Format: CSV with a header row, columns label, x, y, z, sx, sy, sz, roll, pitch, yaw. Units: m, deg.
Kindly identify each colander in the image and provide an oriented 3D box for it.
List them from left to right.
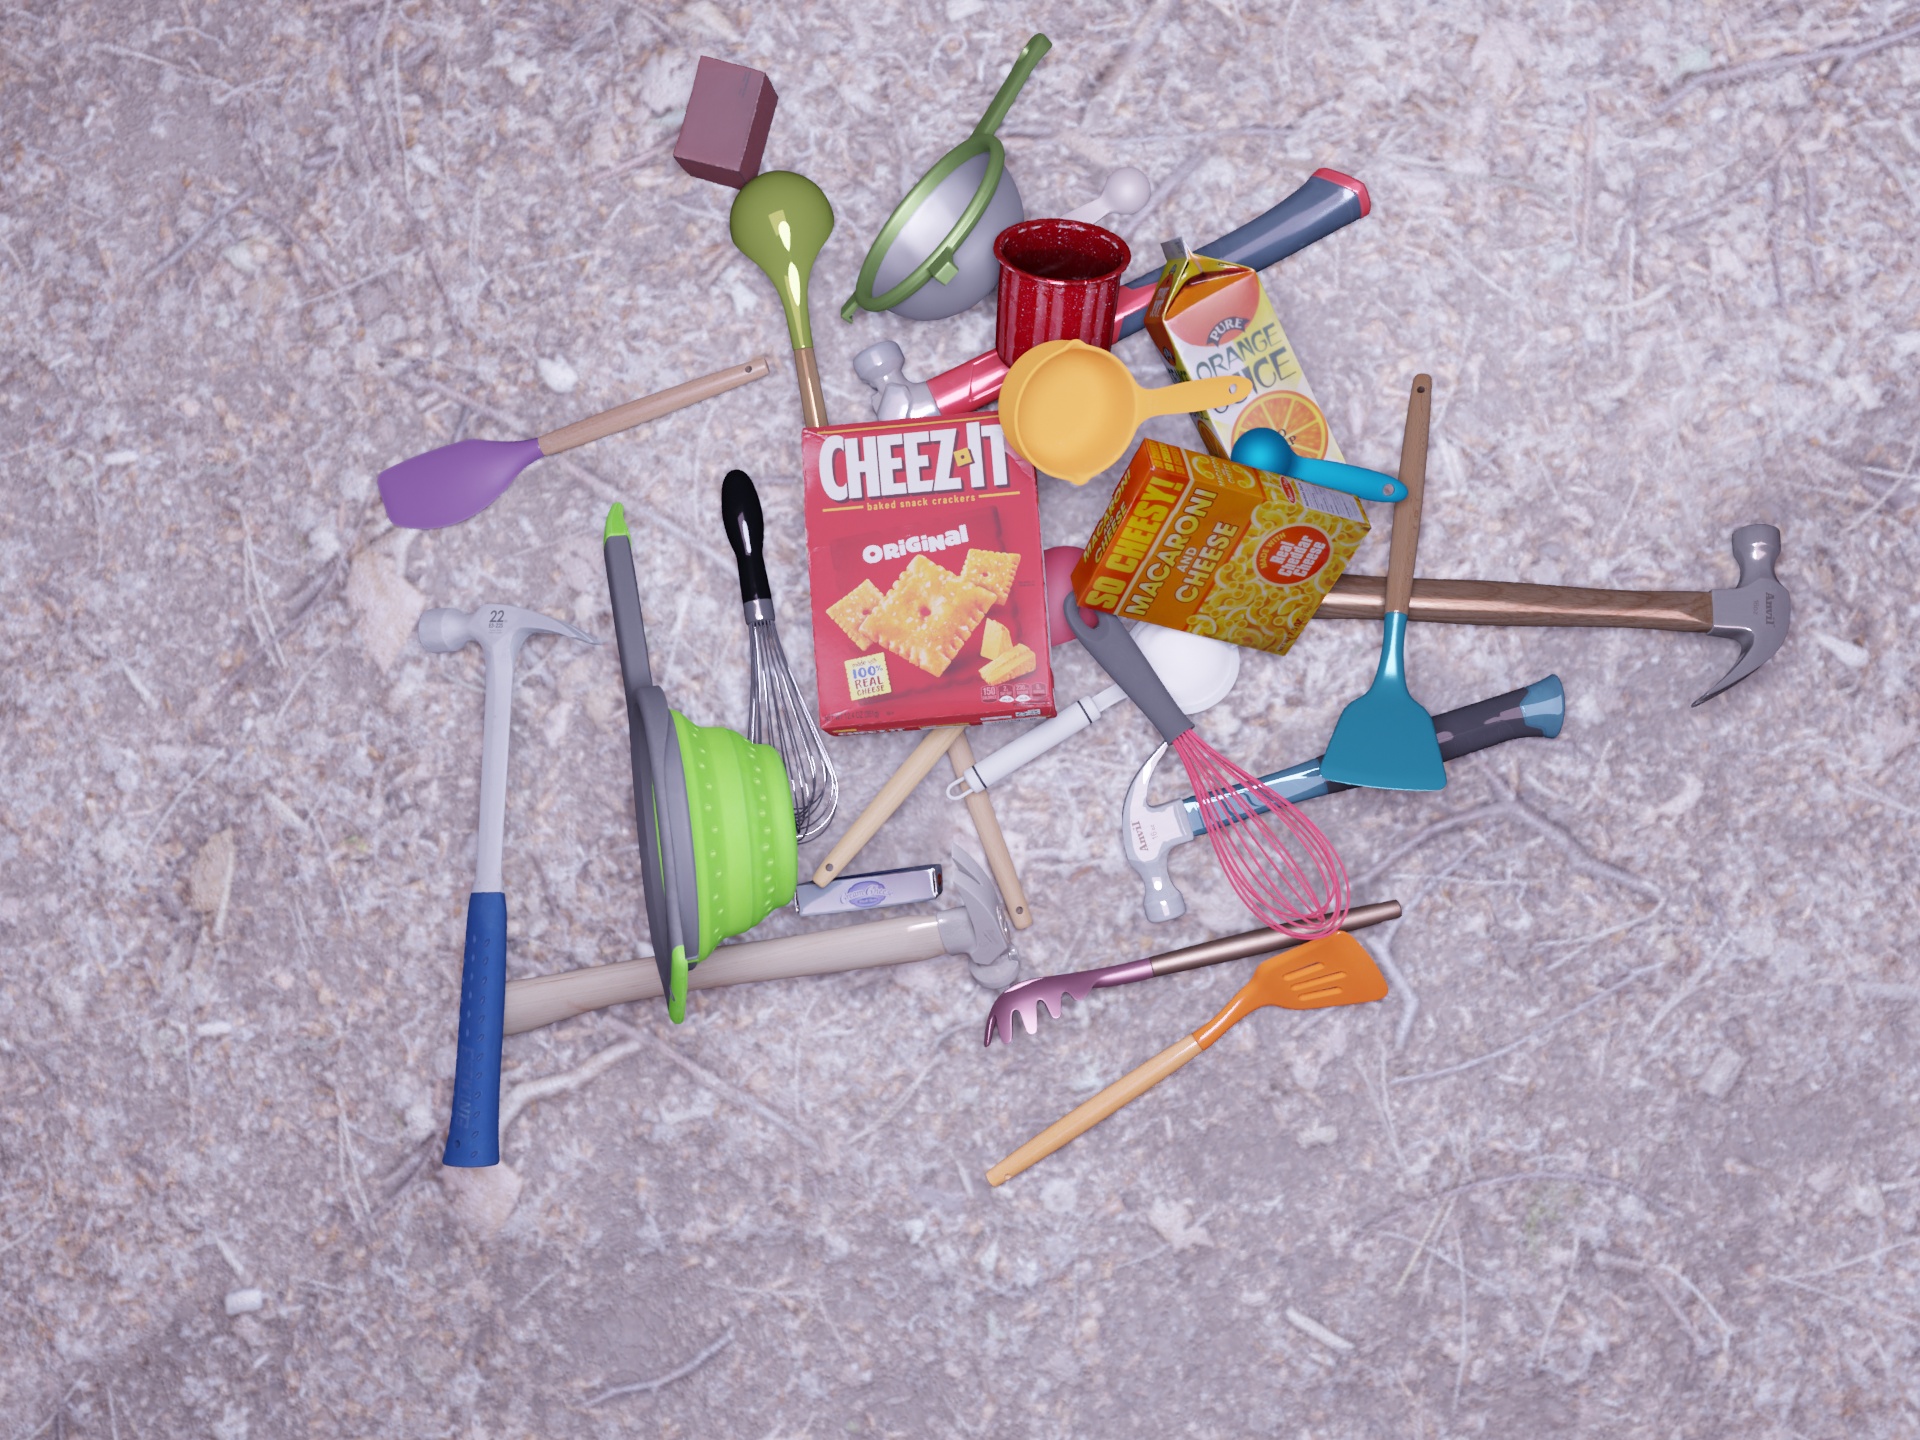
label,x,y,z,sx,sy,sz,roll,pitch,yaw
colander,-0.182,0.006,1.109,0.094,0.204,0.398,-6,59,-16

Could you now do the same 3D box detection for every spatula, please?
label,x,y,z,sx,sy,sz,roll,pitch,yaw
spatula,-0.293,-0.214,1.204,0.316,0.018,0.060,-19,89,6
spatula,0.155,0.252,1.150,0.322,0.041,0.081,-35,122,6
spatula,0.309,-0.101,1.108,0.082,0.044,0.318,6,75,16

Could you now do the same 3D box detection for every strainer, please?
label,x,y,z,sx,sy,sz,roll,pitch,yaw
strainer,0.020,-0.383,1.154,0.069,0.151,0.256,36,72,-27
strainer,0.100,-0.012,1.150,0.258,0.050,0.087,-32,66,2

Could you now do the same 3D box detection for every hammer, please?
label,x,y,z,sx,sy,sz,roll,pitch,yaw
hammer,-0.338,0.114,1.155,0.144,0.035,0.405,-2,81,20
hammer,-0.171,0.172,1.147,0.410,0.146,0.038,-10,50,9
hammer,0.123,-0.283,1.161,0.386,0.038,0.143,-25,89,4
hammer,0.275,0.037,1.148,0.331,0.033,0.128,-18,89,4
hammer,0.411,-0.079,1.129,0.331,0.031,0.130,3,73,8

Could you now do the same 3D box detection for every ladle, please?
label,x,y,z,sx,sy,sz,roll,pitch,yaw
ladle,-0.111,-0.248,1.185,0.078,0.062,0.320,-10,96,-1
ladle,-0.002,-0.004,1.149,0.069,0.031,0.315,39,85,7

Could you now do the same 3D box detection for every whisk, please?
label,x,y,z,sx,sy,sz,roll,pitch,yaw
whisk,-0.144,-0.048,1.174,0.070,0.070,0.285,-11,84,5
whisk,0.163,0.026,1.095,0.073,0.073,0.296,-37,78,4

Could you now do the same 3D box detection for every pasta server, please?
label,x,y,z,sx,sy,sz,roll,pitch,yaw
pasta server,0.167,0.180,1.152,0.316,0.060,0.040,-14,80,0

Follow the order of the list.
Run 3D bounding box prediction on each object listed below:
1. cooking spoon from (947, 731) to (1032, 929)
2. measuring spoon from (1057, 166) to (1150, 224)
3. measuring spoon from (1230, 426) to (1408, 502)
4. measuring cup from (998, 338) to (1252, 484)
label,x,y,z,sx,sy,sz,roll,pitch,yaw
cooking spoon,-0.008,0.004,1.178,0.068,0.017,0.319,-20,88,-11
measuring spoon,0.084,-0.369,1.174,0.124,0.018,0.034,-31,87,5
measuring spoon,0.248,-0.169,1.087,0.128,0.021,0.042,12,104,-7
measuring cup,0.108,-0.216,1.067,0.173,0.052,0.095,-12,114,-17
